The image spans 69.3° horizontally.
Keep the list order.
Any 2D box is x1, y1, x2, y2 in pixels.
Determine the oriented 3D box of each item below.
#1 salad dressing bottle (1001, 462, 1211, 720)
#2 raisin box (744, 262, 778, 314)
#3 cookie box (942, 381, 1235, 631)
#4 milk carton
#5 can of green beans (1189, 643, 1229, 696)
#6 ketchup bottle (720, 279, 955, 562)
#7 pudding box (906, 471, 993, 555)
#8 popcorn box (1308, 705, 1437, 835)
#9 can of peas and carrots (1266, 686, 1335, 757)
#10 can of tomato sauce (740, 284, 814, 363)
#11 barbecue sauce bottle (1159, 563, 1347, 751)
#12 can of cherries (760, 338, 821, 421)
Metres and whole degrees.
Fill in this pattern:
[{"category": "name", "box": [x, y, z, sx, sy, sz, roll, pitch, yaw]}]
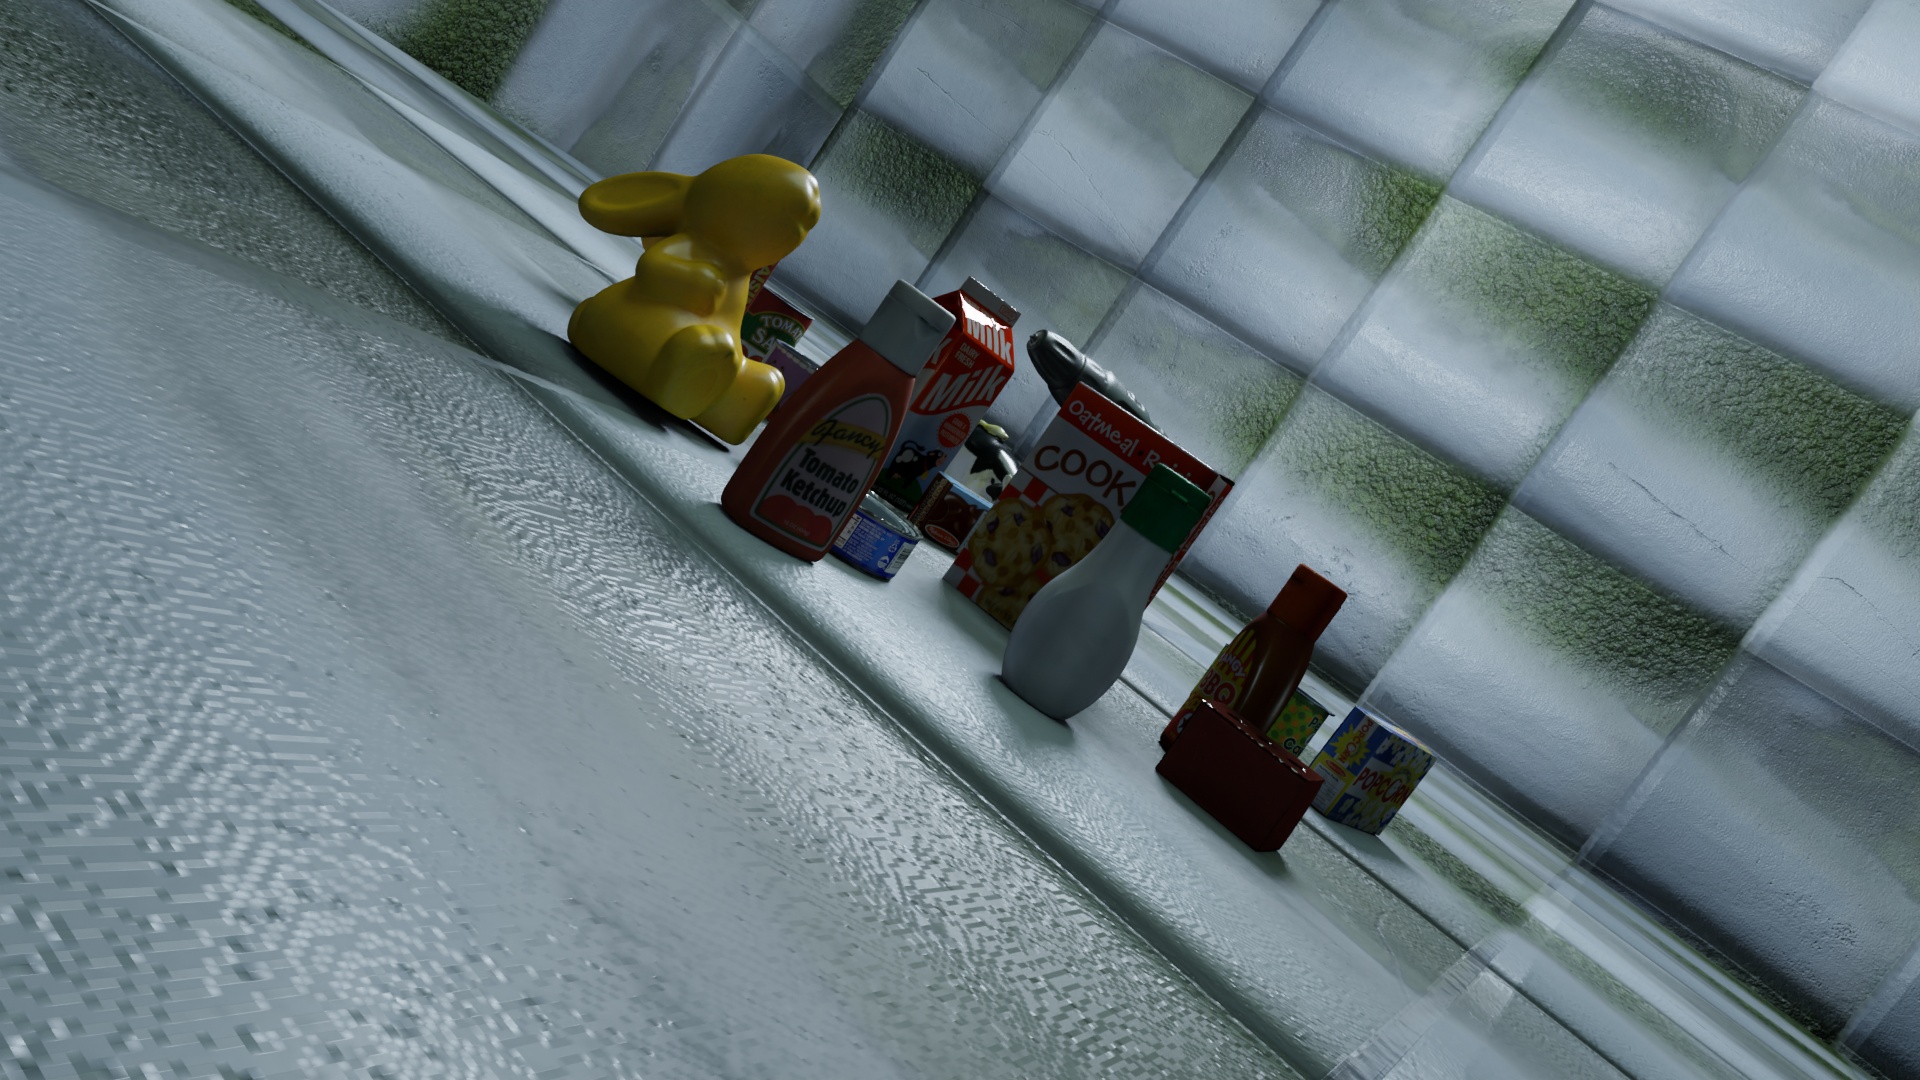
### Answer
[{"category": "salad dressing bottle", "box": [0.081, 0.027, 0.763, 0.064, 0.147, 0.044, 35, 6, -1]}, {"category": "raisin box", "box": [-0.209, -0.205, 1.108, 0.086, 0.123, 0.040, 38, 7, 31]}, {"category": "cookie box", "box": [0.086, -0.006, 0.943, 0.123, 0.167, 0.040, 38, 6, 26]}, {"category": "milk carton", "box": [-0.025, -0.125, 1.151, 0.072, 0.190, 0.073, 29, 8, -44]}, {"category": "can of green beans", "box": [0.243, 0.133, 1.218, 0.071, 0.057, 0.071, 34, 6, -4]}, {"category": "ketchup bottle", "box": [-0.059, -0.064, 0.717, 0.064, 0.148, 0.043, 31, 7, -35]}, {"category": "pudding box", "box": [0.004, -0.014, 1.117, 0.083, 0.049, 0.030, 30, 7, -34]}, {"category": "popcorn box", "box": [0.329, 0.188, 1.122, 0.038, 0.085, 0.126, 39, 8, 38]}, {"category": "can of peas and carrots", "box": [0.297, 0.162, 1.270, 0.071, 0.058, 0.071, 34, 6, -4]}, {"category": "can of tomato sauce", "box": [-0.188, -0.193, 1.314, 0.071, 0.083, 0.071, 34, 6, -4]}, {"category": "barbecue sauce bottle", "box": [0.189, 0.085, 0.886, 0.043, 0.148, 0.065, 33, 6, -20]}, {"category": "can of cherries", "box": [-0.141, -0.125, 1.164, 0.071, 0.058, 0.071, 34, 6, -4]}]
